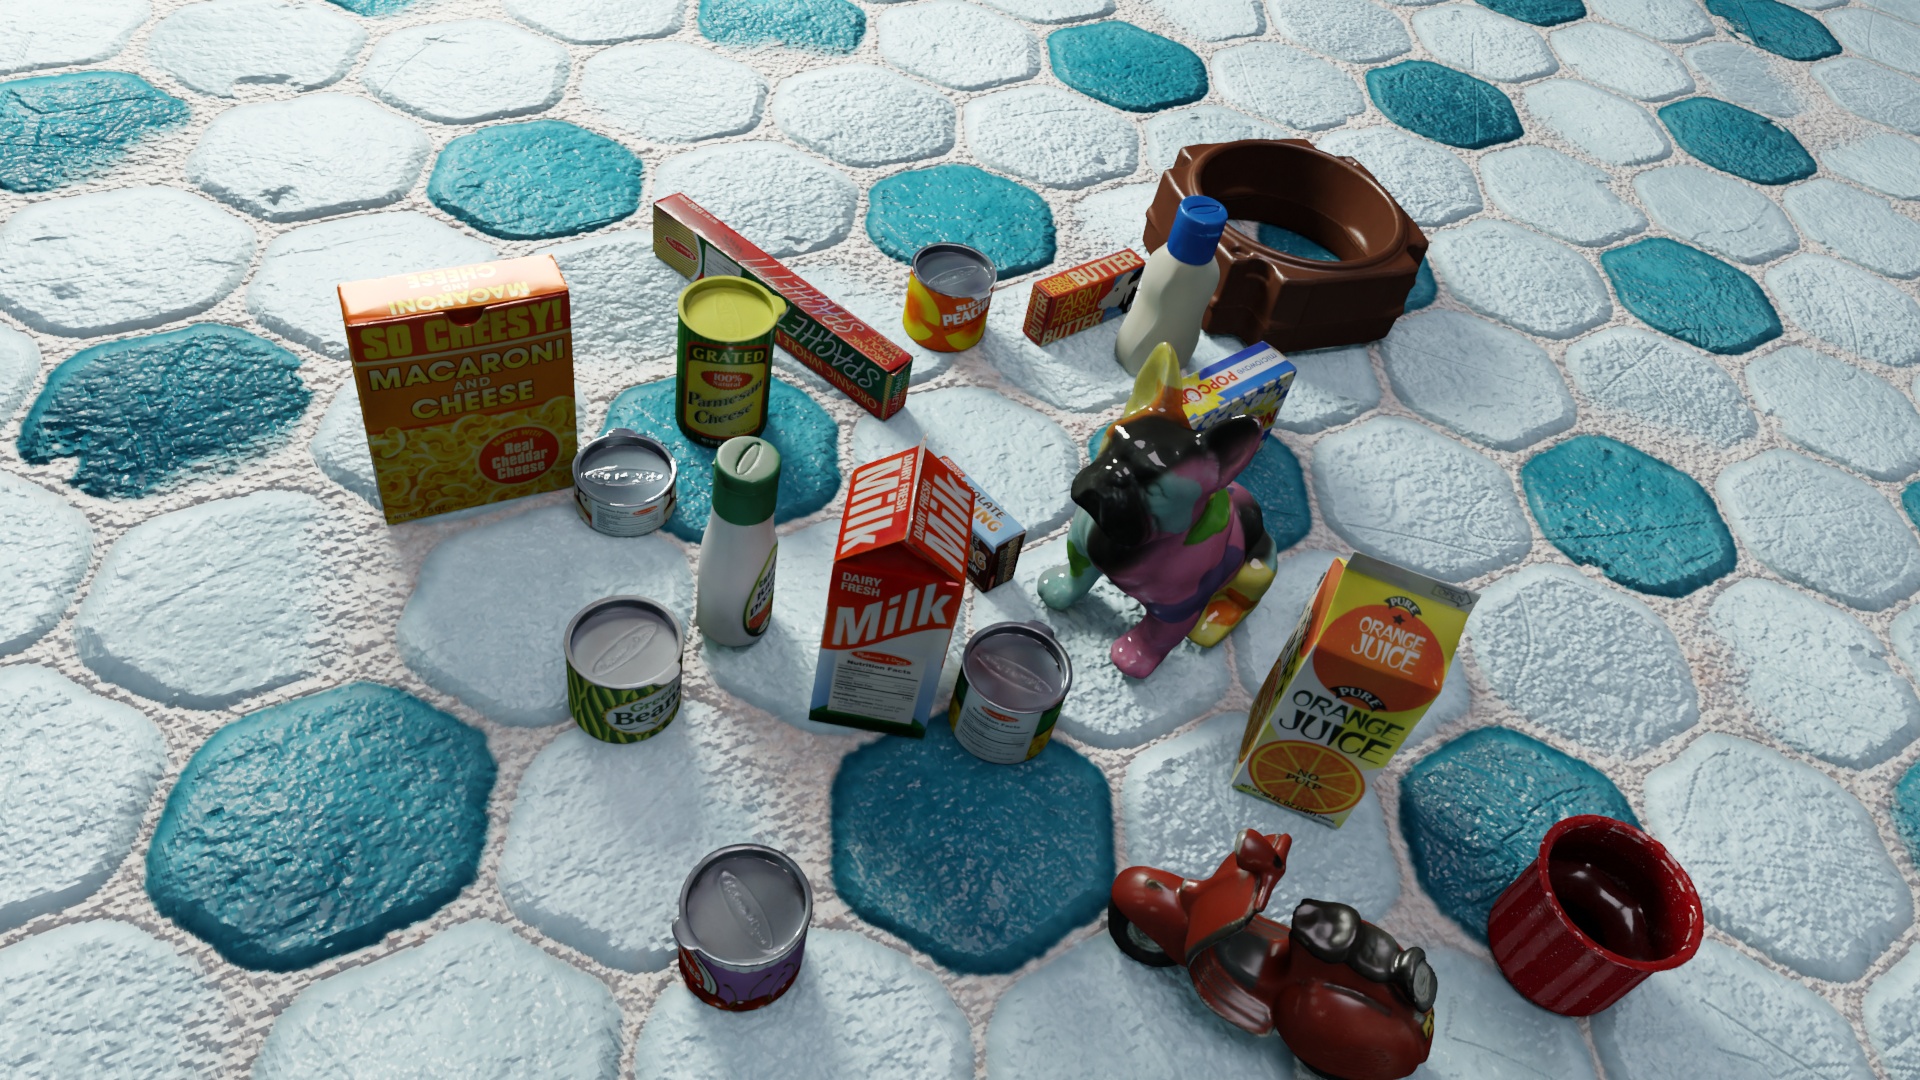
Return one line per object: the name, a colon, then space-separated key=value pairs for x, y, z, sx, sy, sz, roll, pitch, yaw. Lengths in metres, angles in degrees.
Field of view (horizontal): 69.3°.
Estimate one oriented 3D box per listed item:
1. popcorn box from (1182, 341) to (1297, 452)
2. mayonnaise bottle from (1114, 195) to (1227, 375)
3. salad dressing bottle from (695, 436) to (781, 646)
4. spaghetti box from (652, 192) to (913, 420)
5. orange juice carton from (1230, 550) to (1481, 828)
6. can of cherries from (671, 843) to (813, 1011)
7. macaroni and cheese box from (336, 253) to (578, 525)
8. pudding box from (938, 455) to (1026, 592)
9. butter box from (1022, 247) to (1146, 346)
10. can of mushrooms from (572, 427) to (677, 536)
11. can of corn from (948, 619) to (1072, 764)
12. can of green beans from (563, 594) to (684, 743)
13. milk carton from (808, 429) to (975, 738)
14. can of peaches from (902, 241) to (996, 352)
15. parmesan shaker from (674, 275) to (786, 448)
popcorn box: x=0.179 y=-0.085 z=1.008 sx=0.127 sy=0.084 sz=0.038 roll=-26 pitch=59 yaw=-31
mayonnaise bottle: x=0.164 y=-0.192 z=1.057 sx=0.065 sy=0.147 sz=0.041 roll=-12 pitch=53 yaw=-22
salad dressing bottle: x=-0.130 y=0.002 z=0.819 sx=0.044 sy=0.146 sz=0.064 roll=19 pitch=48 yaw=4
spaghetti box: x=-0.137 y=-0.178 z=1.042 sx=0.250 sy=0.049 sz=0.029 roll=37 pitch=51 yaw=19
orange juice carton: x=0.225 y=0.079 z=0.802 sx=0.072 sy=0.191 sz=0.073 roll=21 pitch=48 yaw=6
can of cherries: x=-0.113 y=0.199 z=0.709 sx=0.071 sy=0.058 sz=0.072 roll=7 pitch=48 yaw=-7
macaroni and cheese box: x=-0.300 y=-0.089 z=0.848 sx=0.124 sy=0.165 sz=0.040 roll=-15 pitch=54 yaw=-24
pudding box: x=0.003 y=-0.012 z=0.927 sx=0.030 sy=0.049 sz=0.084 roll=-28 pitch=60 yaw=-32
butter box: x=0.099 y=-0.194 z=1.108 sx=0.104 sy=0.052 sz=0.024 roll=-25 pitch=59 yaw=-30
can of mushrooms: x=-0.220 y=-0.038 z=0.911 sx=0.071 sy=0.033 sz=0.071 roll=7 pitch=48 yaw=-7
can of corn: x=0.030 y=0.091 z=0.837 sx=0.071 sy=0.058 sz=0.071 roll=7 pitch=48 yaw=-7
can of green beans: x=-0.193 y=0.075 z=0.800 sx=0.071 sy=0.057 sz=0.071 roll=7 pitch=48 yaw=-7
milk carton: x=-0.037 y=0.027 z=0.789 sx=0.073 sy=0.189 sz=0.073 roll=10 pitch=48 yaw=-4
can of peaches: x=-0.008 y=-0.186 z=1.074 sx=0.071 sy=0.057 sz=0.071 roll=7 pitch=48 yaw=-7
parmesan shaker: x=-0.158 y=-0.120 z=0.950 sx=0.071 sy=0.102 sz=0.072 roll=7 pitch=48 yaw=-7
